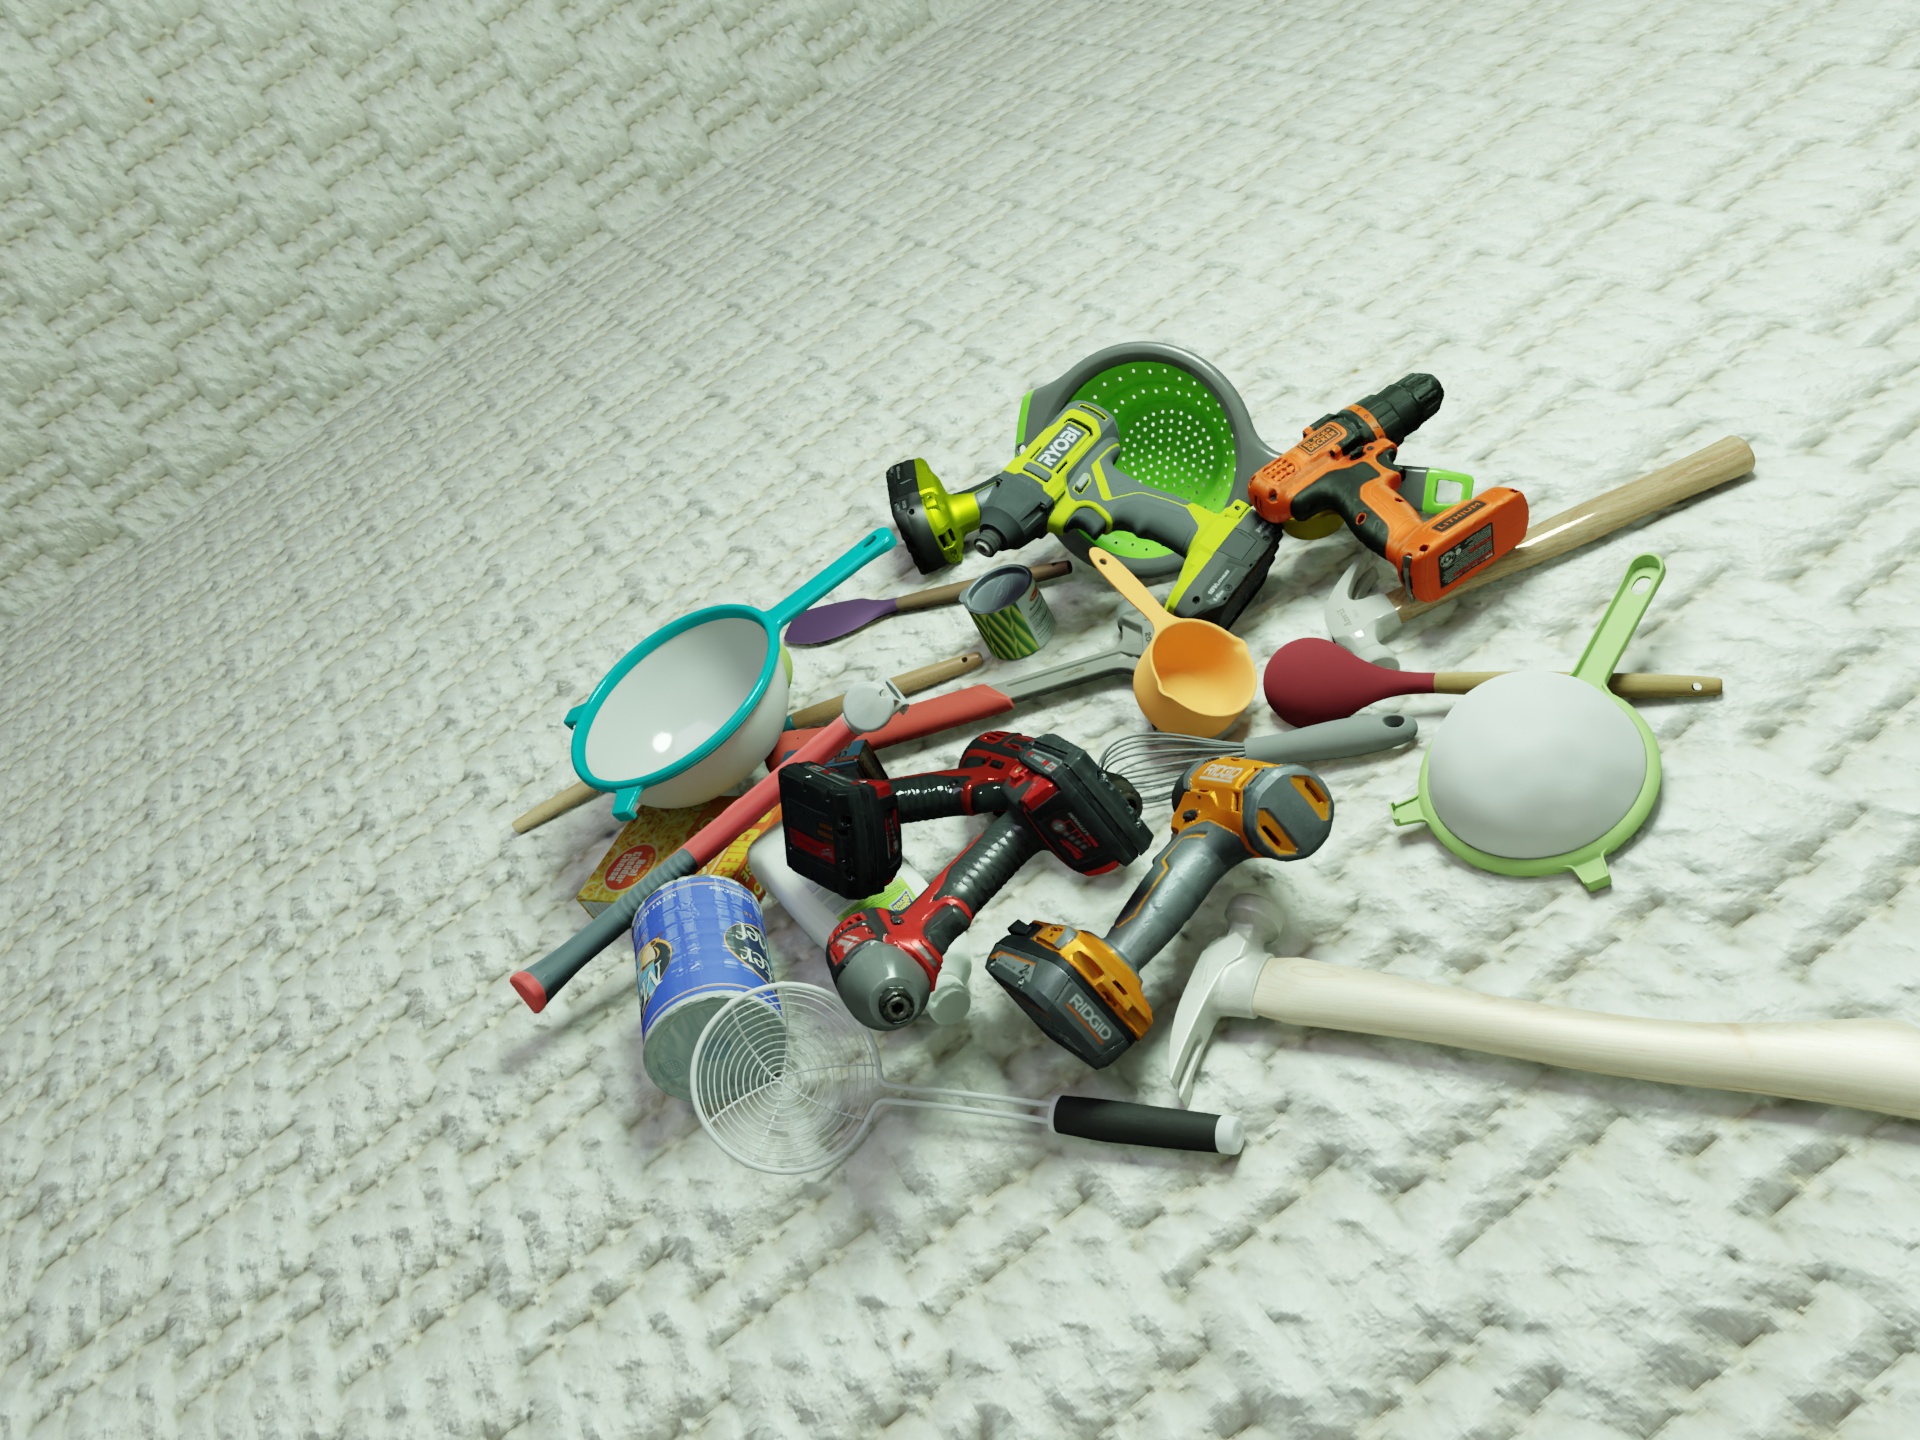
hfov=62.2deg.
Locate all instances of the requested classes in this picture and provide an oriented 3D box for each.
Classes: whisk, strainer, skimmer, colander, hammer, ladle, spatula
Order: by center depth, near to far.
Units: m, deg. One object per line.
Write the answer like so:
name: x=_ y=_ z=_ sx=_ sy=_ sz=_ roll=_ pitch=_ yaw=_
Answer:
hammer: x=0.315 y=0.182 z=0.898 sx=0.411 sy=0.038 sz=0.146 roll=2 pitch=48 yaw=37
skimmer: x=-0.006 y=0.239 z=1.008 sx=0.363 sy=0.090 sz=0.127 roll=-1 pitch=68 yaw=32
strainer: x=0.391 y=-0.022 z=1.029 sx=0.152 sy=0.069 sz=0.256 roll=20 pitch=69 yaw=42
ladle: x=0.360 y=-0.025 z=1.116 sx=0.315 sy=0.069 sz=0.031 roll=1 pitch=7 yaw=29
whisk: x=0.212 y=0.023 z=1.163 sx=0.239 sy=0.055 sz=0.055 roll=-10 pitch=40 yaw=19
hammer: x=0.434 y=-0.134 z=1.206 sx=0.331 sy=0.031 sz=0.130 roll=-25 pitch=36 yaw=7
hammer: x=-0.199 y=0.098 z=1.267 sx=0.386 sy=0.038 sz=0.143 roll=-39 pitch=-1 yaw=5
hammer: x=-0.002 y=-0.004 z=1.349 sx=0.359 sy=0.036 sz=0.149 roll=-16 pitch=37 yaw=16
strainer: x=-0.177 y=-0.036 z=1.391 sx=0.340 sy=0.095 sz=0.211 roll=-38 pitch=37 yaw=-5
colander: x=0.246 y=-0.220 z=1.391 sx=0.397 sy=0.204 sz=0.094 roll=10 pitch=14 yaw=22
spatula: x=-0.131 y=-0.009 z=1.442 sx=0.317 sy=0.044 sz=0.082 roll=-19 pitch=67 yaw=12
ladle: x=-0.299 y=0.018 z=1.521 sx=0.320 sy=0.062 sz=0.078 roll=-29 pitch=21 yaw=6
spatula: x=-0.037 y=-0.115 z=1.529 sx=0.316 sy=0.018 sz=0.060 roll=-10 pitch=40 yaw=27

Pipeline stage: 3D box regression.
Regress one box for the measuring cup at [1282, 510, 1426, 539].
measuring cup: x=0.322 y=-0.154 z=1.268 sx=0.157 sy=0.029 sz=0.062 roll=26 pitch=60 yaw=38

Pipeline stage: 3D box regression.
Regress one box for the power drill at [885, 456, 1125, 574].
power drill: x=0.046 y=-0.247 z=1.584 sx=0.228 sy=0.080 sz=0.191 roll=-21 pitch=36 yaw=8

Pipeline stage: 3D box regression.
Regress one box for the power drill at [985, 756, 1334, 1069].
power drill: x=0.126 y=0.112 z=1.048 sx=0.226 sy=0.084 sz=0.164 roll=-44 pitch=13 yaw=-10

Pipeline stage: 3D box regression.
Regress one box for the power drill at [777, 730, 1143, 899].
power drill: x=0.001 y=0.063 z=1.154 sx=0.226 sy=0.080 sz=0.188 roll=-12 pitch=15 yaw=-30

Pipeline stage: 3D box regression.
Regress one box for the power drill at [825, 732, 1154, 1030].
power drill: x=0.010 y=0.111 z=1.022 sx=0.219 sy=0.078 sz=0.143 roll=-41 pitch=12 yaw=-3

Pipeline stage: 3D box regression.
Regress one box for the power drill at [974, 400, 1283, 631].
power drill: x=0.135 y=-0.154 z=1.311 sx=0.223 sy=0.080 sz=0.171 roll=32 pitch=62 yaw=17

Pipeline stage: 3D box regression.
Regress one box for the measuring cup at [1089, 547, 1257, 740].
measuring cup: x=0.150 y=-0.058 z=1.225 sx=0.095 sy=0.052 sz=0.174 roll=-29 pitch=70 yaw=-32
